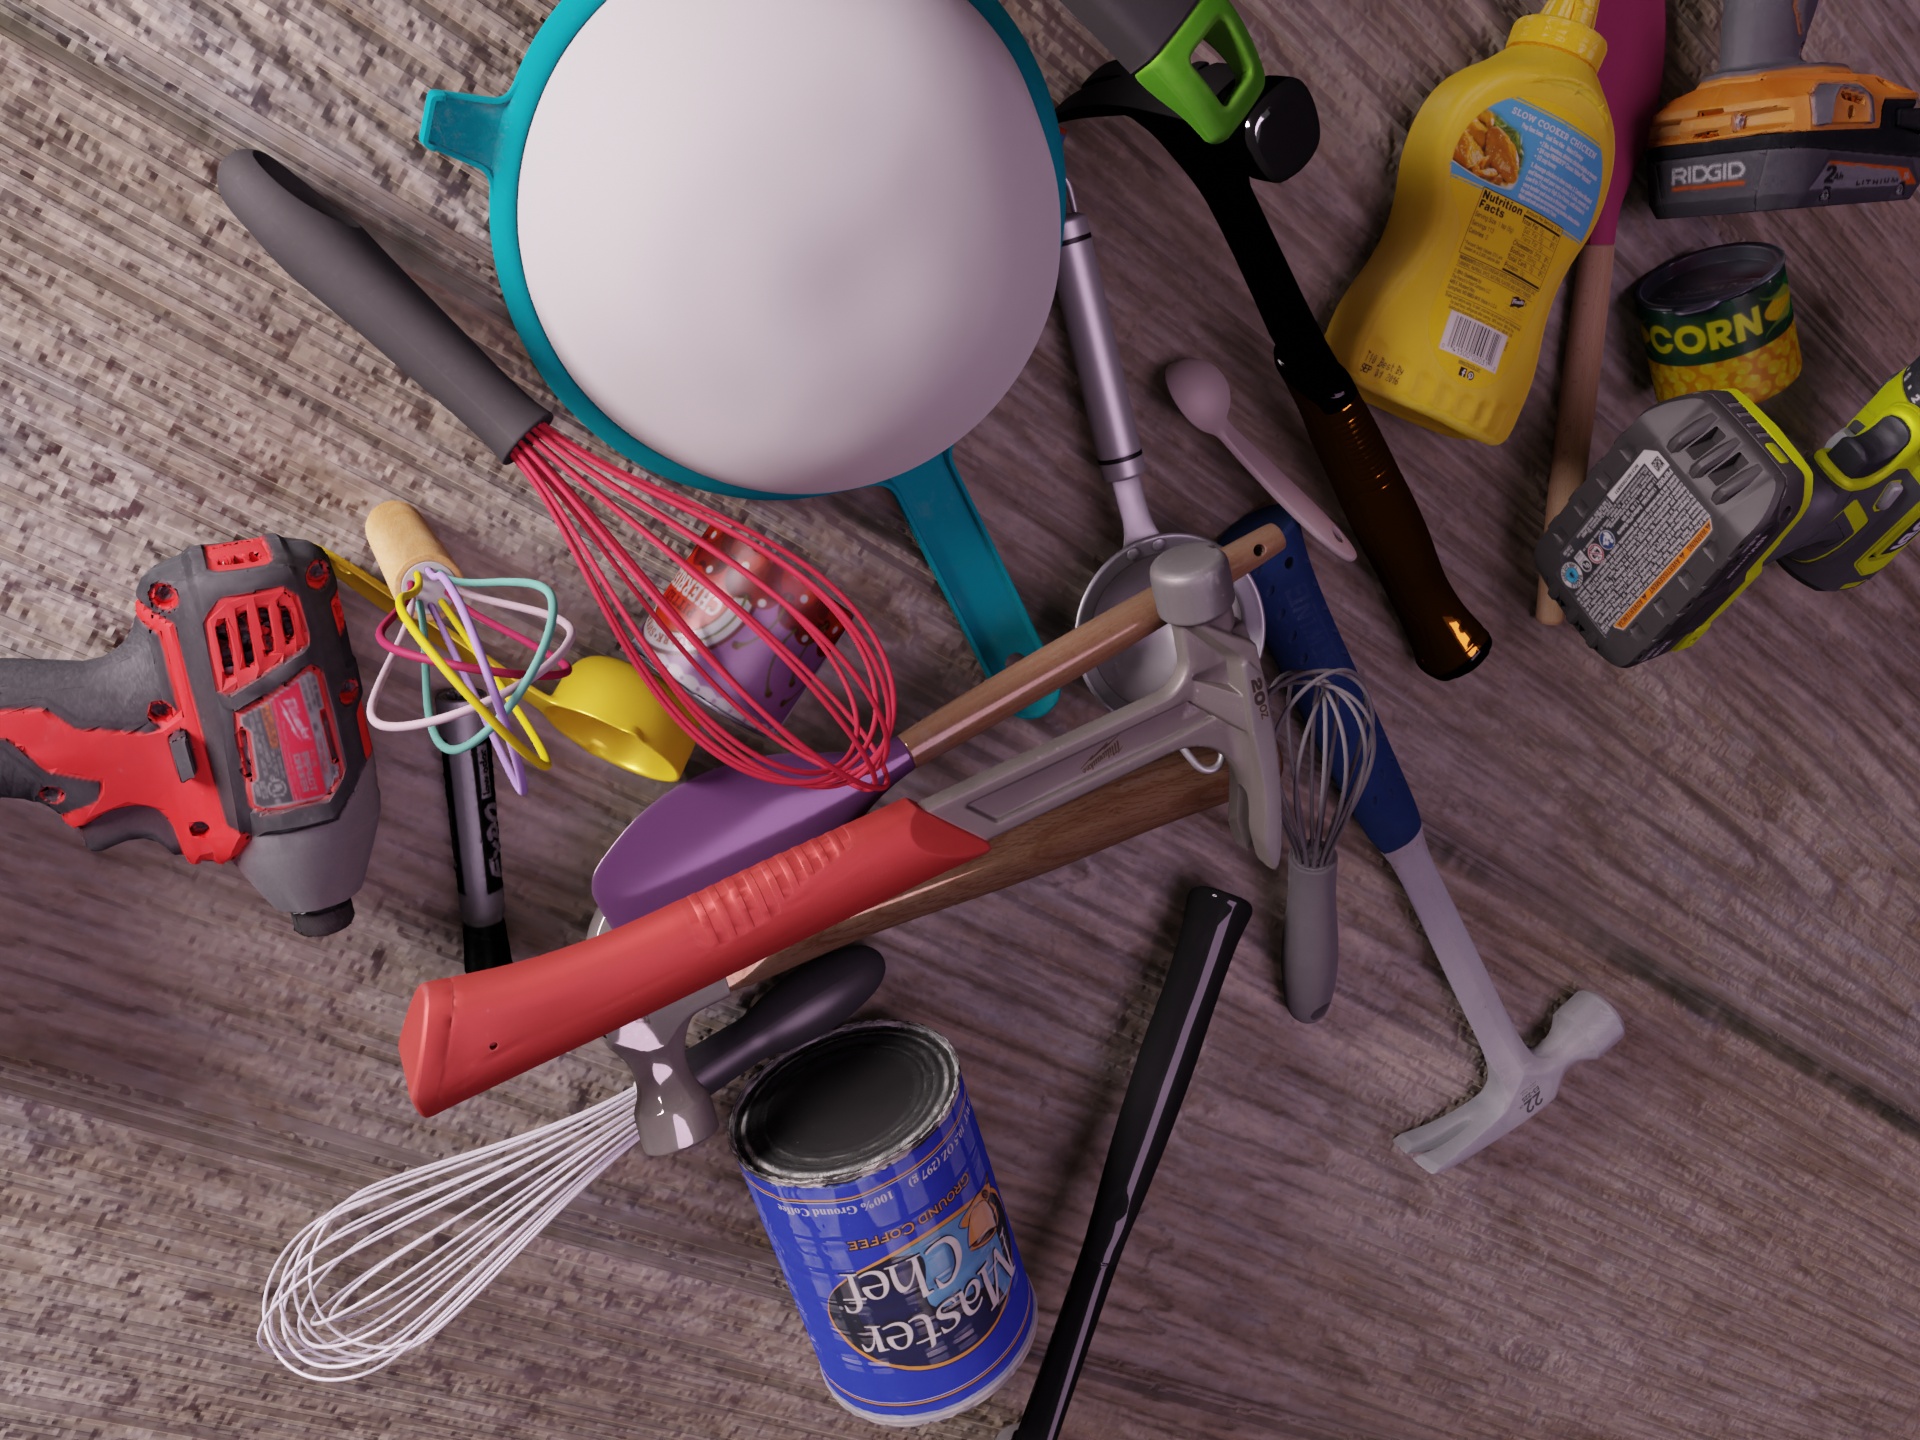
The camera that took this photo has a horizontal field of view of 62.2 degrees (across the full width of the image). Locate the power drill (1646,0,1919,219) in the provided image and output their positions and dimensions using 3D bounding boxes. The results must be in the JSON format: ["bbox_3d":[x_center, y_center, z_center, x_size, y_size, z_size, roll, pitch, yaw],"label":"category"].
[{"bbox_3d":[0.390,-0.349,0.715,0.185,0.084,0.226,-14,108,-29],"label":"power drill"}]

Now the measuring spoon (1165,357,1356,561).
[{"bbox_3d":[0.136,-0.113,0.688,0.124,0.034,0.018,40,128,-19],"label":"measuring spoon"}]

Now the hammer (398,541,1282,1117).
[{"bbox_3d":[-0.035,0.063,0.612,0.359,0.037,0.149,-24,120,-16],"label":"hammer"}]

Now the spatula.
[{"bbox_3d":[-0.001,-0.002,0.636,0.316,0.018,0.059,-30,101,-12],"label":"spatula"}]

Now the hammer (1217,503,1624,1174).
[{"bbox_3d":[0.221,0.070,0.802,0.144,0.035,0.405,-38,119,-9],"label":"hammer"}]

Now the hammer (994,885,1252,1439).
[{"bbox_3d":[0.071,0.238,0.754,0.035,0.146,0.335,19,92,7],"label":"hammer"}]

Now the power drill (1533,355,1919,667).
[{"bbox_3d":[0.404,-0.118,0.746,0.228,0.080,0.190,-18,153,-23],"label":"power drill"}]

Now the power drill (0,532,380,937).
[{"bbox_3d":[-0.306,0.027,0.520,0.219,0.079,0.143,-15,113,-23],"label":"power drill"}]

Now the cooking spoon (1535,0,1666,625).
[{"bbox_3d":[0.299,-0.199,0.755,0.068,0.017,0.318,-18,116,-40],"label":"cooking spoon"}]

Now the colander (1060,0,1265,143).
[{"bbox_3d":[-0.069,-0.311,0.471,0.396,0.094,0.204,39,76,-19],"label":"colander"}]

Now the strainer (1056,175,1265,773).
[{"bbox_3d":[0.071,-0.101,0.672,0.087,0.050,0.258,-19,109,-9],"label":"strainer"}]

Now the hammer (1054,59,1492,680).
[{"bbox_3d":[0.154,-0.132,0.679,0.034,0.127,0.336,-45,129,-7],"label":"hammer"}]

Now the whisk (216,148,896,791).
[{"bbox_3d":[-0.129,-0.080,0.530,0.295,0.073,0.073,44,86,-7],"label":"whisk"}]

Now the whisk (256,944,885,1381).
[{"bbox_3d":[-0.151,0.171,0.653,0.284,0.070,0.070,-31,118,-18],"label":"whisk"}]

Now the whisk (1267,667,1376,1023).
[{"bbox_3d":[0.163,0.067,0.742,0.055,0.055,0.238,-25,134,-16],"label":"whisk"}]

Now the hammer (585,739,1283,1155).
[{"bbox_3d":[0.000,0.060,0.683,0.331,0.031,0.130,-19,94,-24],"label":"hammer"}]

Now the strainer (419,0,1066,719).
[{"bbox_3d":[-0.023,-0.114,0.576,0.211,0.095,0.340,-30,123,-2],"label":"strainer"}]

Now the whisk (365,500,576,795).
[{"bbox_3d":[-0.155,-0.038,0.467,0.047,0.245,0.051,19,98,-29],"label":"whisk"}]

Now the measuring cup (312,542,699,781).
[{"bbox_3d":[-0.164,-0.029,0.587,0.156,0.062,0.029,35,69,-19],"label":"measuring cup"}]
